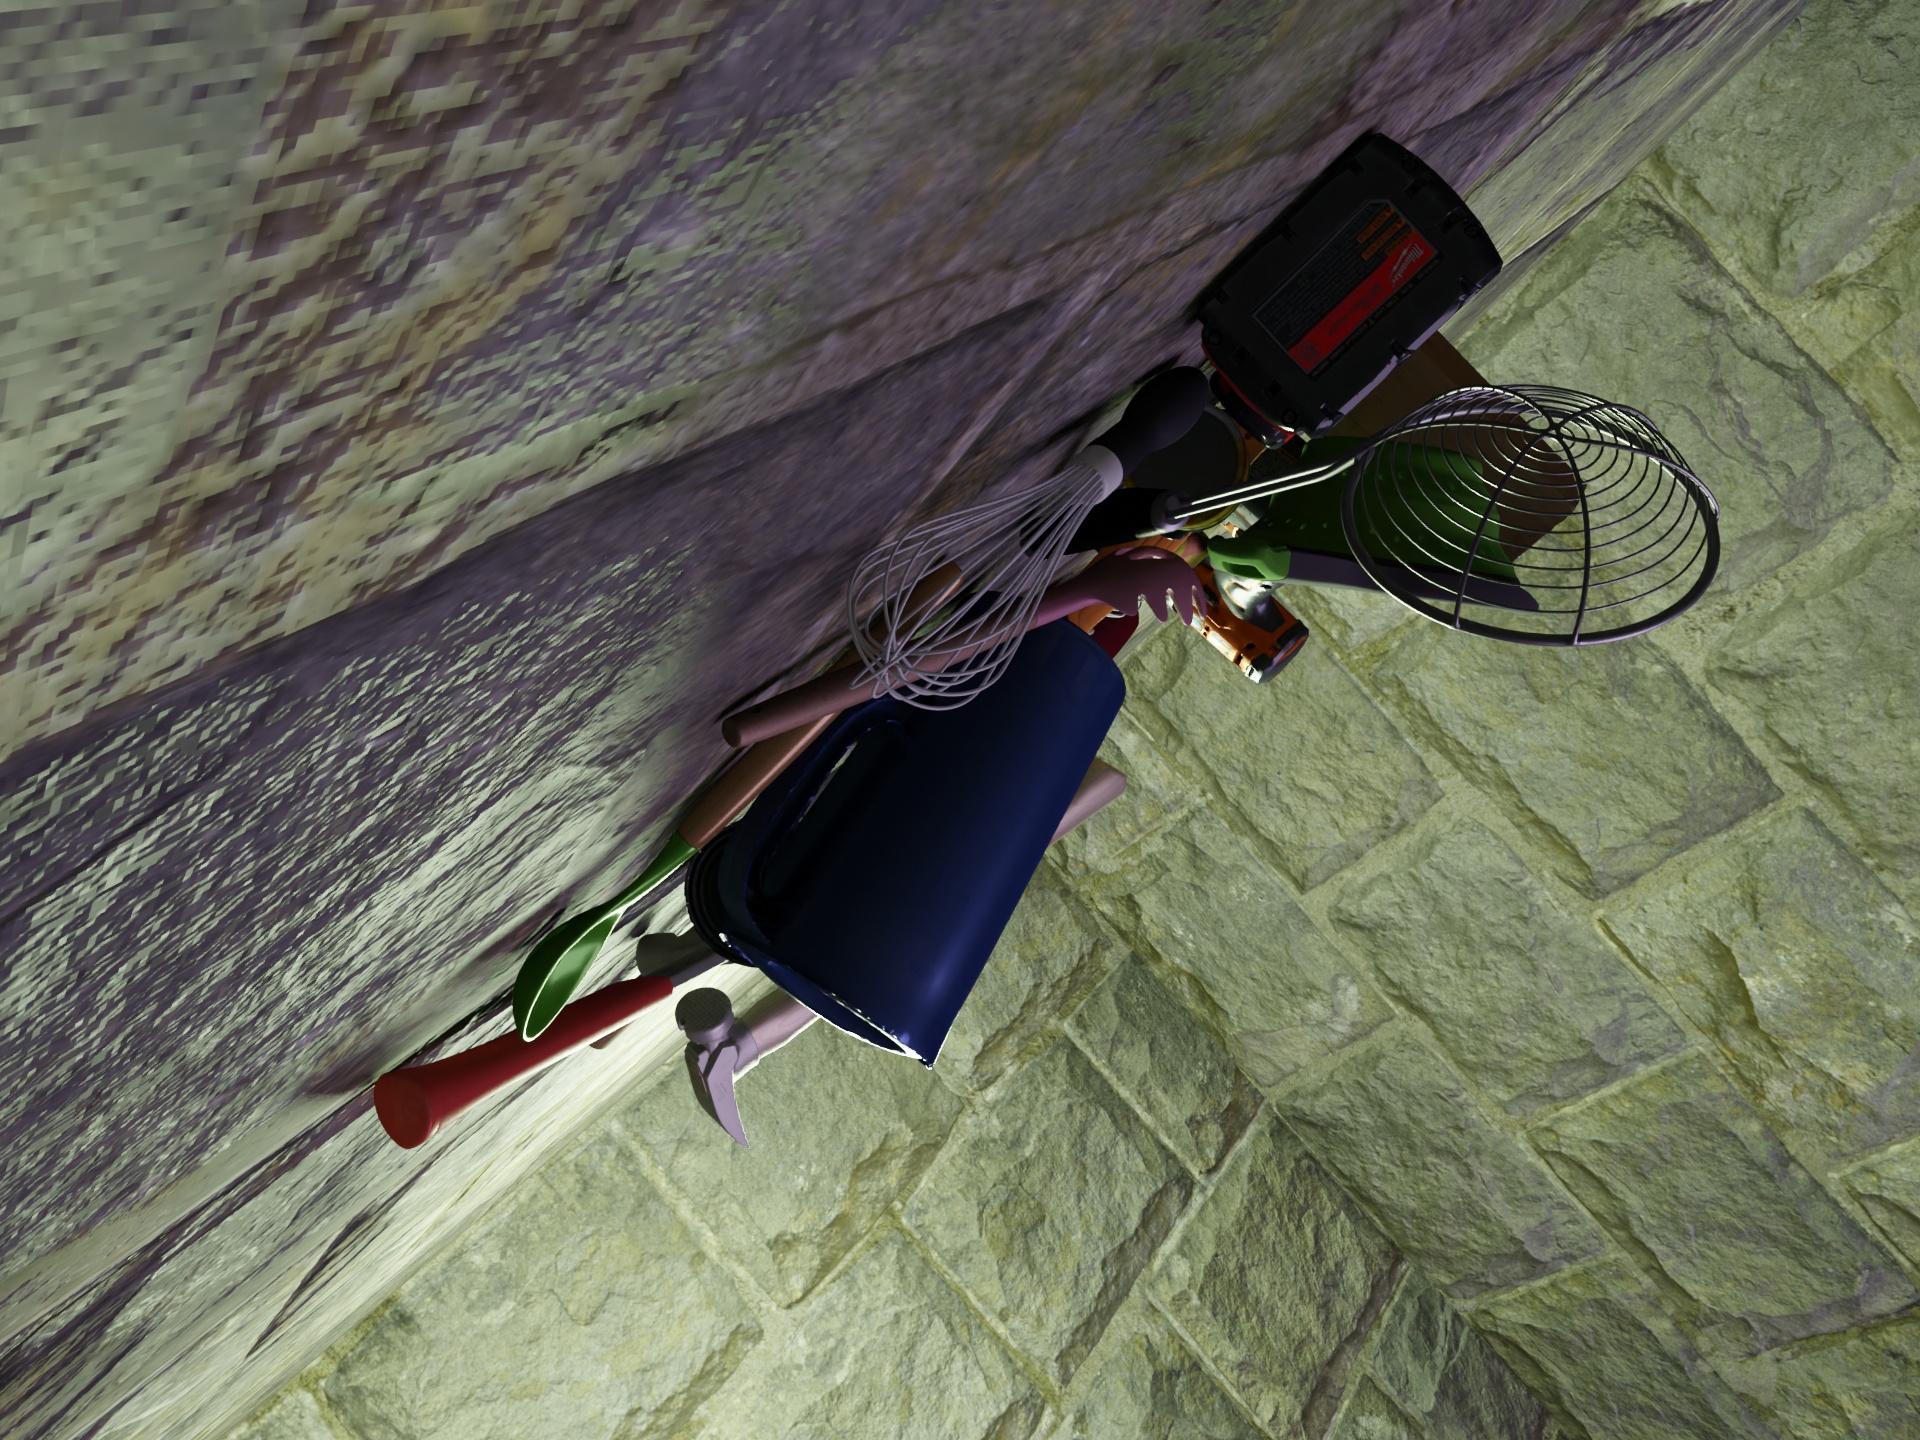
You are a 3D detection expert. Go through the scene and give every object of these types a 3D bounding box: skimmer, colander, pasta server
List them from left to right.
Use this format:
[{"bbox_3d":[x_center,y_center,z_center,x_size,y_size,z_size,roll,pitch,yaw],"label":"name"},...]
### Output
[{"bbox_3d":[0.014,-0.036,0.756,0.316,0.060,0.040,-24,122,-42],"label":"pasta server"},{"bbox_3d":[0.138,-0.072,0.678,0.127,0.090,0.363,-37,-165,-24],"label":"skimmer"},{"bbox_3d":[0.229,-0.124,0.936,0.397,0.204,0.094,-5,105,-62],"label":"colander"}]

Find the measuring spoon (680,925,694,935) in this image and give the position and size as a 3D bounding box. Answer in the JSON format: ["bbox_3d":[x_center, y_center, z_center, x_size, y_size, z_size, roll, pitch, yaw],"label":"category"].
[{"bbox_3d":[-0.179,0.135,1.245,0.124,0.018,0.034,-36,177,9],"label":"measuring spoon"}]

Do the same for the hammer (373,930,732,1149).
[{"bbox_3d":[-0.194,0.164,0.901,0.149,0.037,0.359,-9,-178,18],"label":"hammer"}]

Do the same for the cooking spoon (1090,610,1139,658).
[{"bbox_3d":[0.042,-0.012,1.468,0.319,0.017,0.069,-37,-147,28],"label":"cooking spoon"}]

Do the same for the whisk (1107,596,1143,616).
[{"bbox_3d":[0.090,-0.091,1.204,0.246,0.059,0.057,-28,127,-59],"label":"whisk"}]

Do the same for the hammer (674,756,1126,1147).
[{"bbox_3d":[-0.027,0.152,1.181,0.410,0.038,0.146,-33,138,-28],"label":"hammer"}]

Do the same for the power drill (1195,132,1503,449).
[{"bbox_3d":[0.183,-0.197,0.758,0.143,0.078,0.219,-43,178,13],"label":"power drill"}]

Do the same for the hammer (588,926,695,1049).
[{"bbox_3d":[-0.170,0.145,1.175,0.331,0.031,0.130,-41,-172,25],"label":"hammer"}]

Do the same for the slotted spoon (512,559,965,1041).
[{"bbox_3d":[-0.111,0.038,0.758,0.313,0.031,0.070,-45,177,9],"label":"slotted spoon"}]

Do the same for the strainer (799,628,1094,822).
[{"bbox_3d":[-0.029,0.000,1.042,0.258,0.050,0.087,-37,-178,16],"label":"strainer"}]

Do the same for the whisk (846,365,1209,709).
[{"bbox_3d":[0.042,-0.091,0.673,0.285,0.070,0.070,-45,179,-42],"label":"whisk"}]

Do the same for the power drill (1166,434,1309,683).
[{"bbox_3d":[0.212,-0.137,1.233,0.084,0.164,0.226,-40,163,-19],"label":"power drill"}]

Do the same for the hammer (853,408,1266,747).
[{"bbox_3d":[0.082,-0.066,0.980,0.337,0.127,0.034,-47,-168,-16],"label":"hammer"}]
